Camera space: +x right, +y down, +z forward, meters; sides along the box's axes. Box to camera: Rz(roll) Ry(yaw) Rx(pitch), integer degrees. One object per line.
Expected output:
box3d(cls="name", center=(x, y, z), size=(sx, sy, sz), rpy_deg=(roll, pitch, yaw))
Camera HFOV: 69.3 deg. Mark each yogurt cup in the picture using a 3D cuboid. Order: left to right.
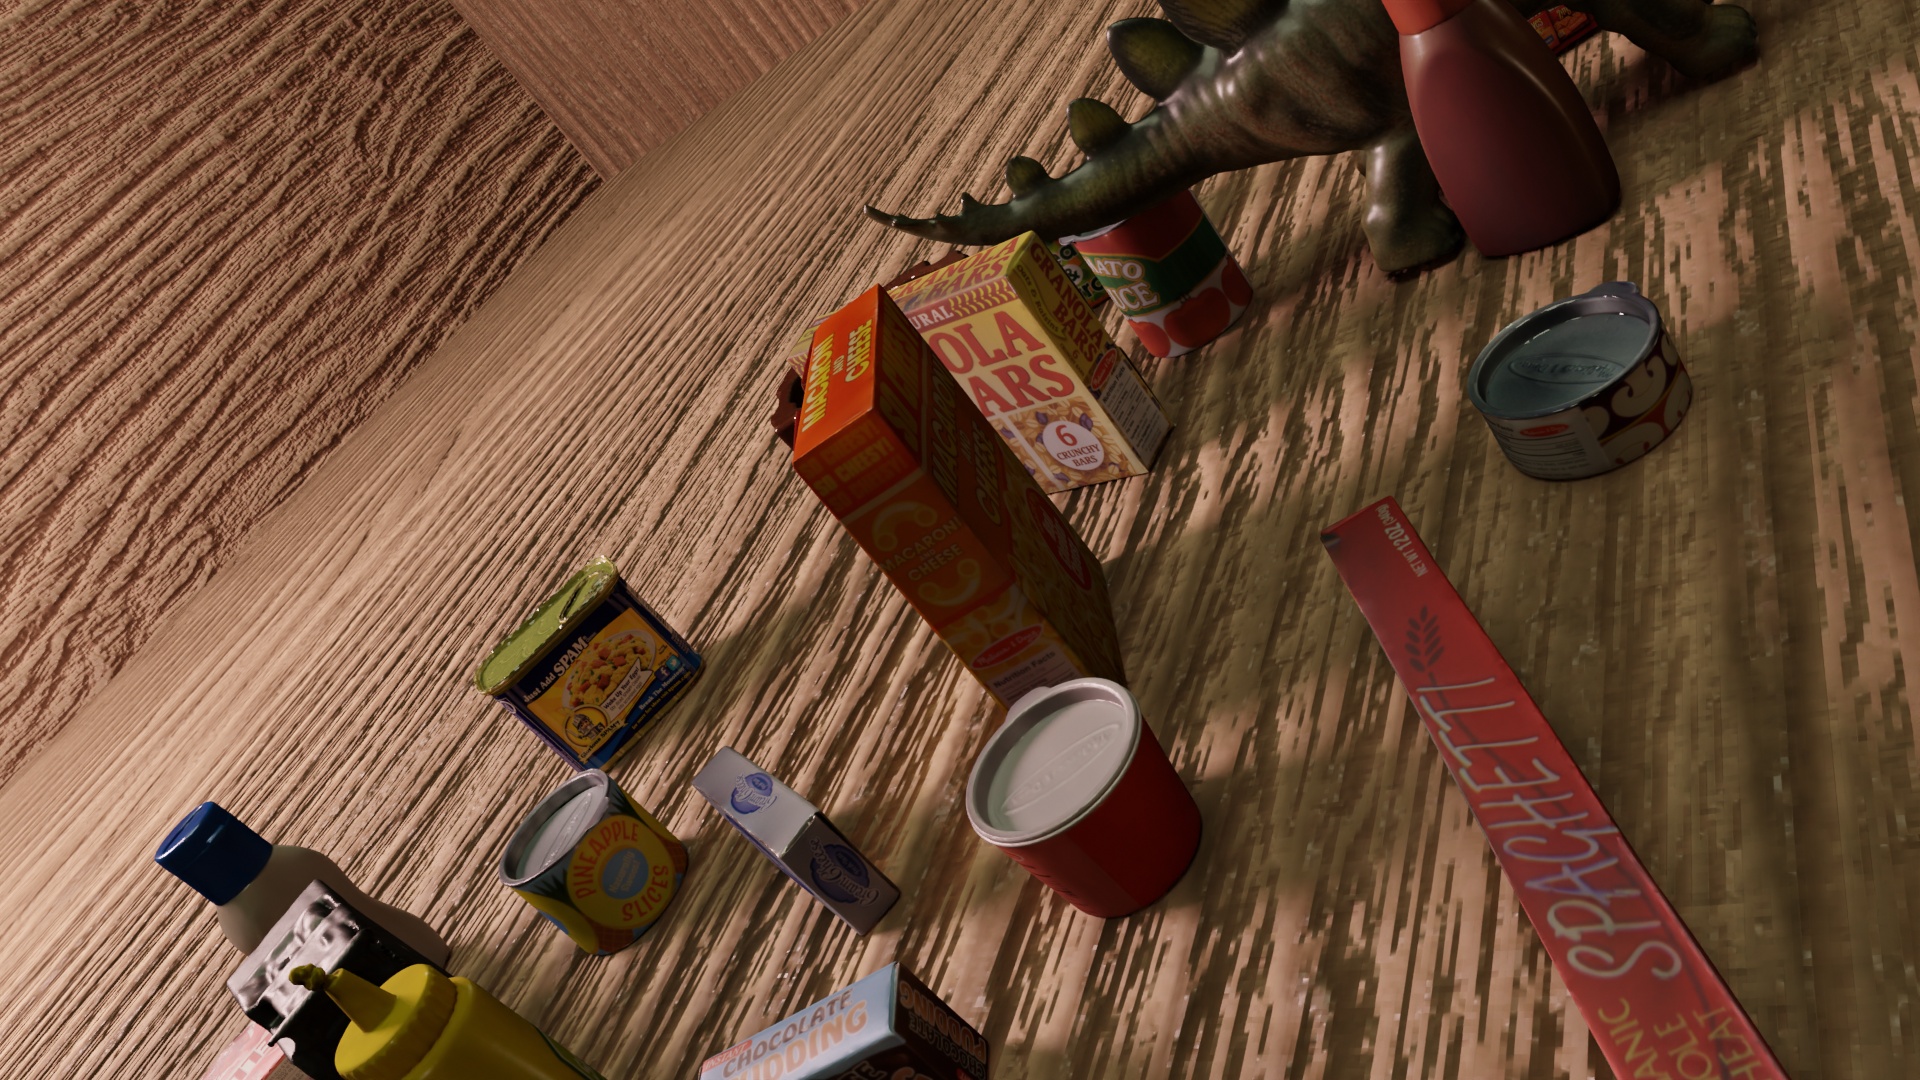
box3d(cls="yogurt cup", center=(0.044, 0.088, 0.465), size=(0.072, 0.054, 0.073), rpy_deg=(-31, 26, 18))

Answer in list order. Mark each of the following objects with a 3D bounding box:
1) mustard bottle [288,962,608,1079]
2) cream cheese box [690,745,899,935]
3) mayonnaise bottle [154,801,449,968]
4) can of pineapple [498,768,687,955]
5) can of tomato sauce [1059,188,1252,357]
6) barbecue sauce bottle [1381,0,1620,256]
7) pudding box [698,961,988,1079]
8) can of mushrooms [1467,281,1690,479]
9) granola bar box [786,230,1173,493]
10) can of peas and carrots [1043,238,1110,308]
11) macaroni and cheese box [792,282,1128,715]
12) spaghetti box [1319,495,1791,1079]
box3d(cls="mustard bottle", center=(-0.150, 0.182, 0.452), size=(0.065, 0.160, 0.049), rpy_deg=(-2, 45, 53))
box3d(cls="cream cheese box", center=(-0.069, 0.120, 0.568), size=(0.024, 0.053, 0.104), rpy_deg=(-48, 26, -16))
box3d(cls="mayonnaise bottle", center=(-0.332, 0.190, 0.700), size=(0.041, 0.147, 0.065), rpy_deg=(-21, 31, 35))
box3d(cls="can of pineapple", center=(-0.170, 0.151, 0.650), size=(0.071, 0.057, 0.071), rpy_deg=(-31, 26, 18))
box3d(cls="can of tomato sauce", center=(0.105, -0.147, 0.735), size=(0.071, 0.083, 0.071), rpy_deg=(-31, 26, 18))
box3d(cls="barbecue sauce bottle", center=(0.216, -0.190, 0.577), size=(0.064, 0.148, 0.044), rpy_deg=(-15, 35, 42))
box3d(cls="pudding box", center=(-0.039, 0.173, 0.443), size=(0.083, 0.049, 0.030), rpy_deg=(-31, 26, 17))
box3d(cls="can of mushrooms", center=(0.218, -0.056, 0.488), size=(0.071, 0.033, 0.071), rpy_deg=(-31, 26, 18))
box3d(cls="granola bar box", center=(0.007, -0.077, 0.704), size=(0.165, 0.124, 0.039), rpy_deg=(-11, 38, 46))
box3d(cls="can of peas and carrots", center=(0.071, -0.181, 0.865), size=(0.071, 0.058, 0.071), rpy_deg=(-31, 26, 18))
box3d(cls="macaroni and cheese box", center=(0.002, -0.007, 0.546), size=(0.040, 0.166, 0.124), rpy_deg=(-33, 26, 16))
box3d(cls="spaghetti box", center=(0.149, 0.069, 0.359), size=(0.028, 0.050, 0.251), rpy_deg=(-33, 26, 15))
